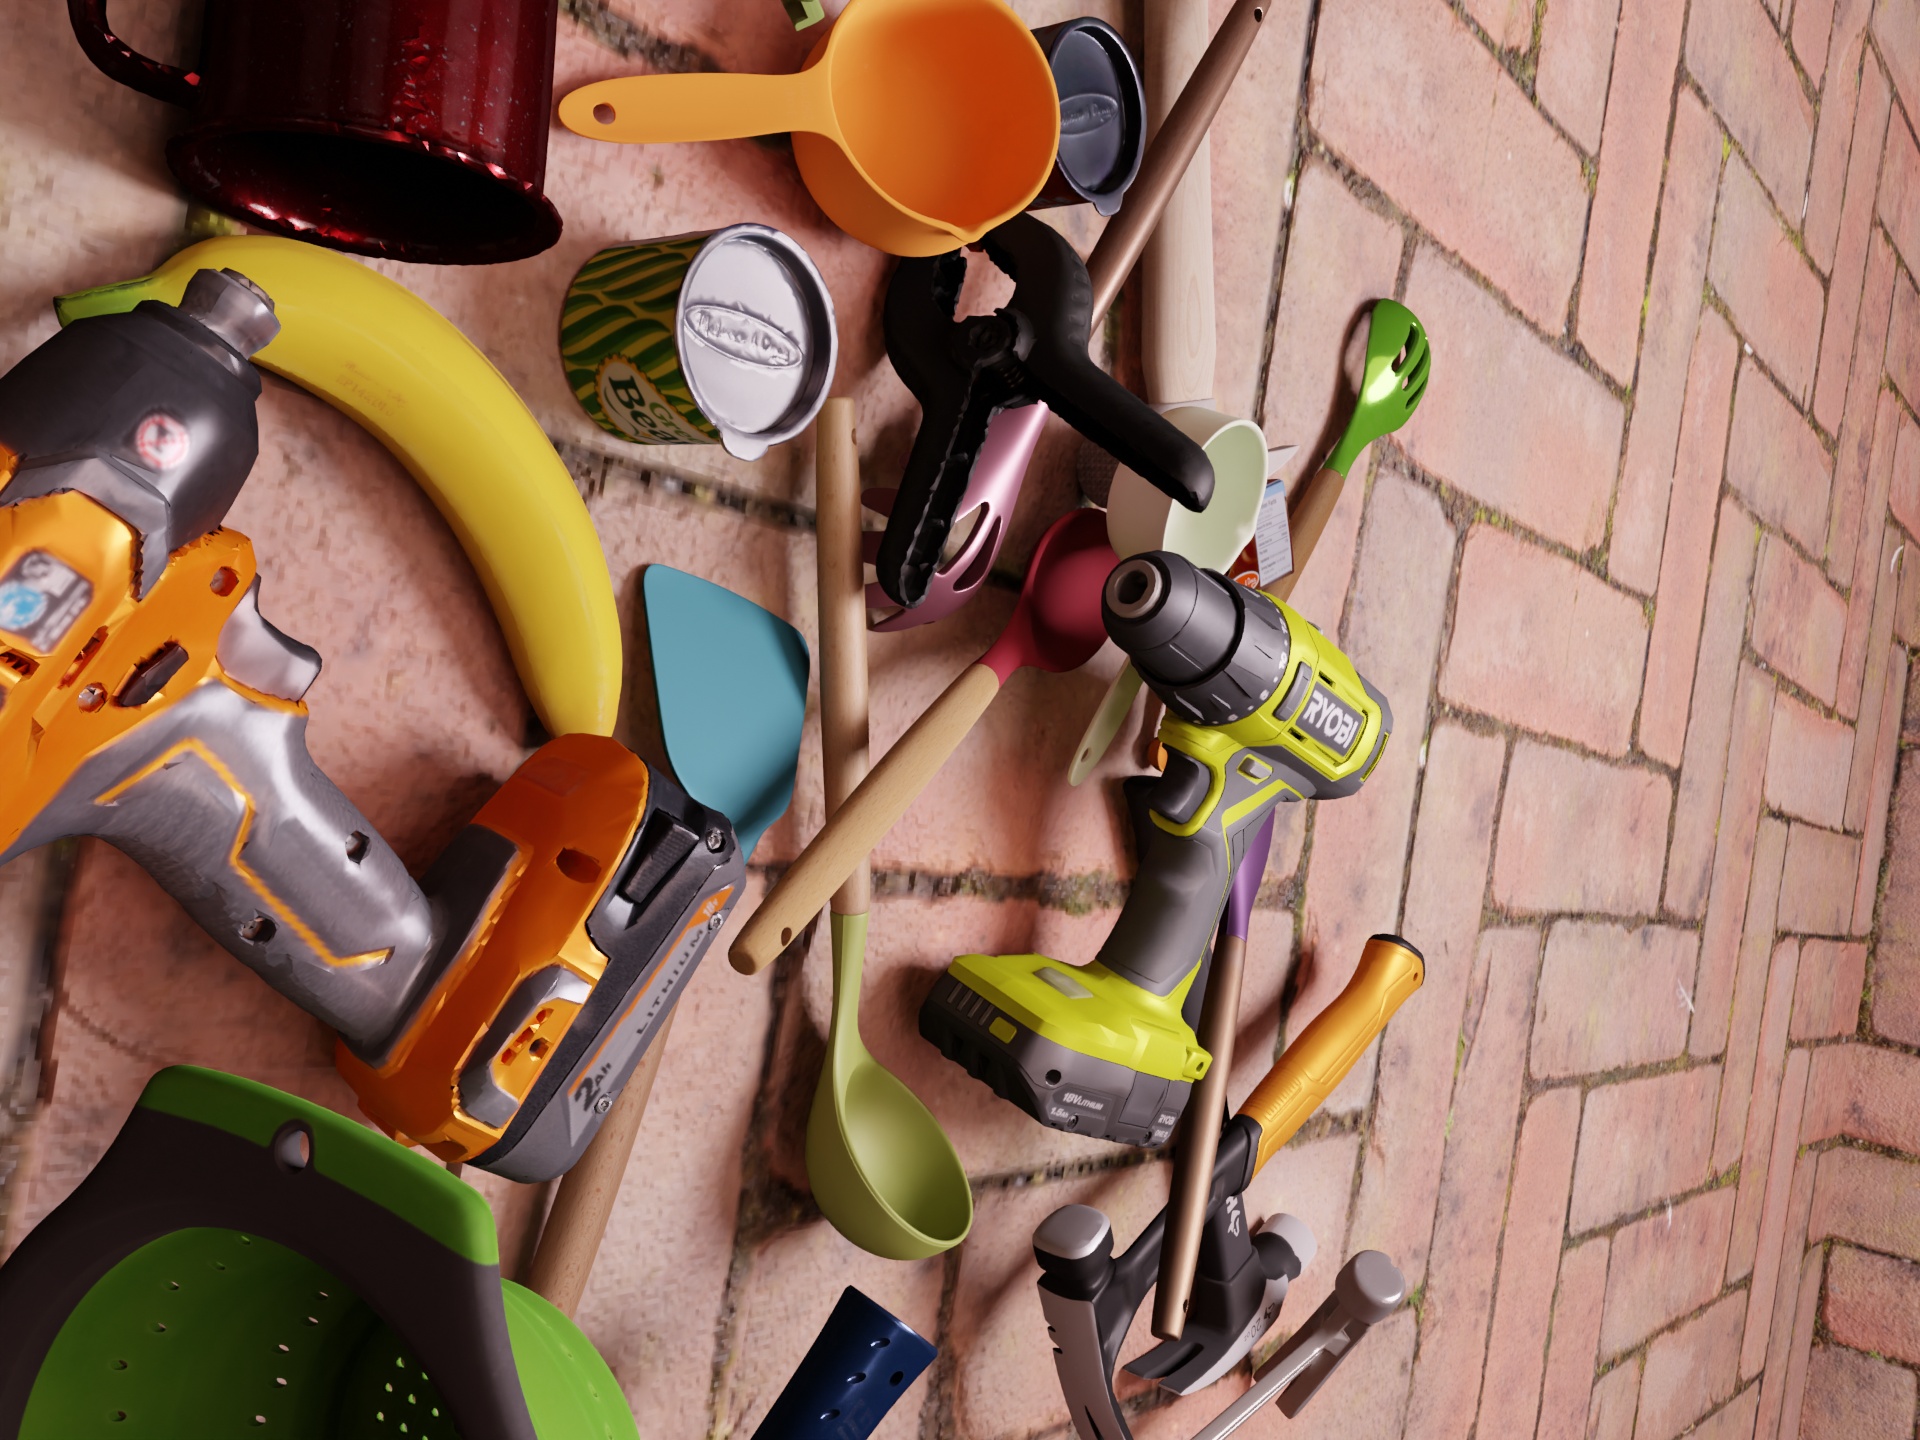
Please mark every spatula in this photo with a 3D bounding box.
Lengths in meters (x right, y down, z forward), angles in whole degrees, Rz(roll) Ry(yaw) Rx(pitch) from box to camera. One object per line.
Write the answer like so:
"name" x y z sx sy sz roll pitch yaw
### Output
"spatula" -0.114 0.109 0.529 0.082 0.044 0.317 25 82 -50
"spatula" 0.123 0.127 0.739 0.059 0.018 0.316 56 41 -44

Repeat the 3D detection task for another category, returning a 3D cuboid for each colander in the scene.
"colander" -0.160 0.280 0.387 0.094 0.204 0.397 6 96 -64

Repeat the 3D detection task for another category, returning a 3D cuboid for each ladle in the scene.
"ladle" -0.029 0.044 0.583 0.078 0.062 0.320 -39 129 -74
"ladle" -0.001 -0.002 0.584 0.315 0.031 0.069 -49 136 -53

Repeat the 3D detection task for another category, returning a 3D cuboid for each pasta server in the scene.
"pasta server" 0.047 -0.170 0.632 0.060 0.040 0.316 42 70 -44

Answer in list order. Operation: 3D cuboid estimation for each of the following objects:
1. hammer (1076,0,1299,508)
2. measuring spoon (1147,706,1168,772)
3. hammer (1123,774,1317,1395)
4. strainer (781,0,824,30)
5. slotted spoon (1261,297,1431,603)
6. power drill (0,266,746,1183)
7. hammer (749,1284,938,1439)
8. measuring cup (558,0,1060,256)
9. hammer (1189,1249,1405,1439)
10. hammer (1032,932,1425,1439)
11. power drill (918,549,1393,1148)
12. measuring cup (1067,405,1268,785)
"hammer" 0.099 -0.305 0.701 0.146 0.038 0.410 -18 109 -48
"measuring spoon" 0.104 -0.032 0.772 0.021 0.011 0.117 19 78 -53
"hammer" 0.118 0.181 0.800 0.146 0.035 0.334 -31 118 -43
"strainer" -0.098 -0.234 0.376 0.151 0.069 0.256 60 8 -18
"slotted spoon" 0.188 -0.108 0.844 0.314 0.031 0.070 -58 134 -24
"power drill" -0.161 0.009 0.403 0.226 0.084 0.164 43 71 -40
"hammer" -0.142 0.350 0.468 0.405 0.035 0.144 -53 125 -19
"measuring cup" -0.053 -0.199 0.537 0.173 0.052 0.095 -12 94 -24
"hammer" 0.077 0.380 0.759 0.359 0.037 0.149 -20 145 -39
"hammer" 0.151 0.209 0.790 0.337 0.034 0.127 -33 119 -44
"power drill" 0.079 0.051 0.654 0.190 0.080 0.228 28 90 -50
"measuring cup" 0.073 -0.054 0.669 0.083 0.038 0.167 16 102 -57
